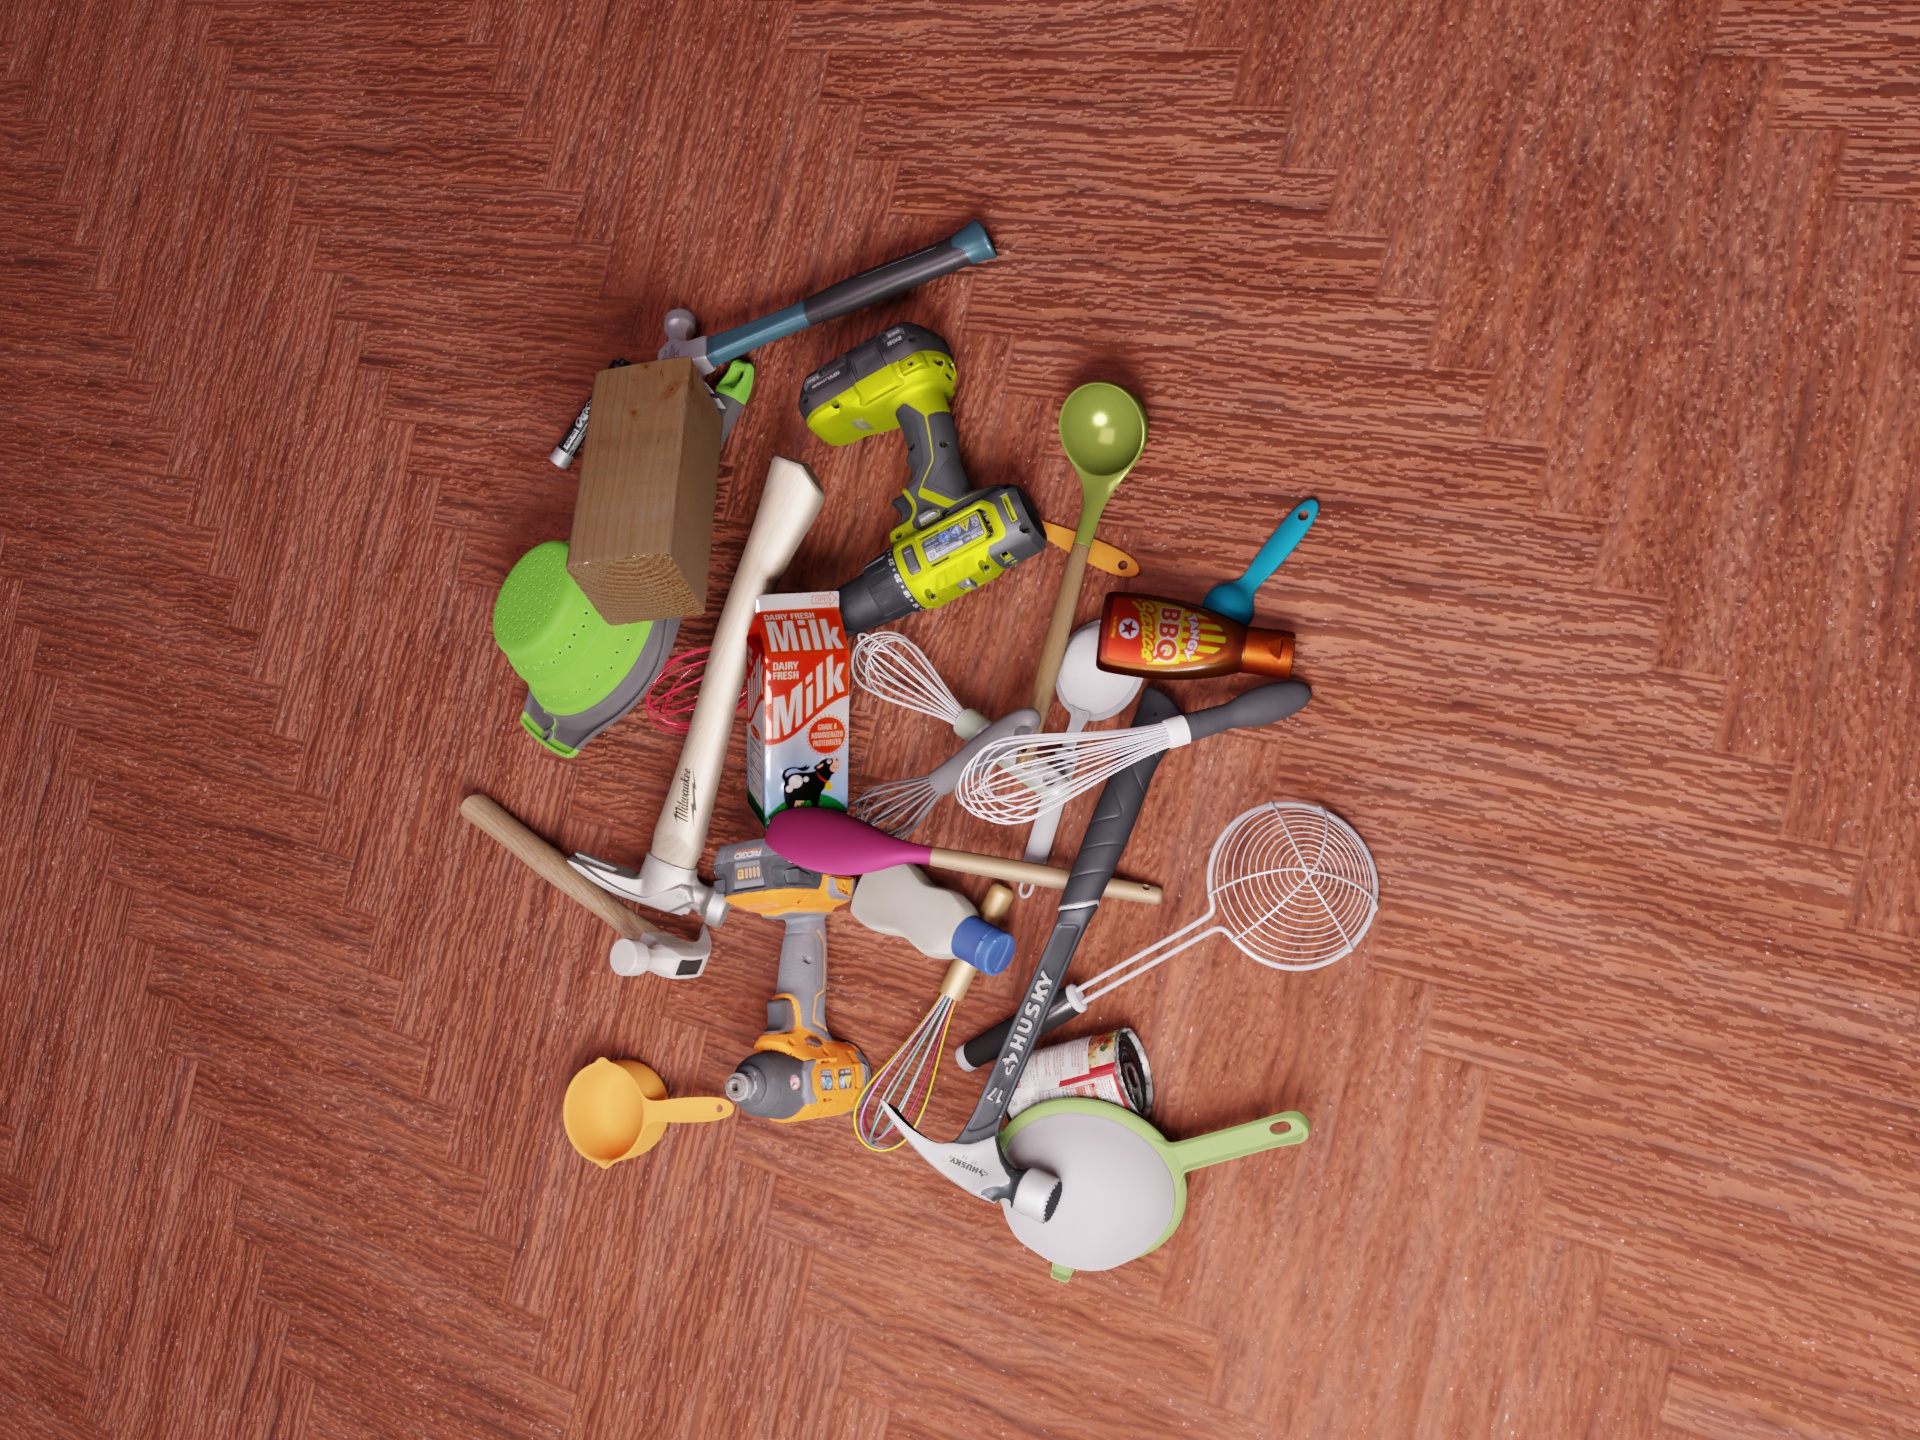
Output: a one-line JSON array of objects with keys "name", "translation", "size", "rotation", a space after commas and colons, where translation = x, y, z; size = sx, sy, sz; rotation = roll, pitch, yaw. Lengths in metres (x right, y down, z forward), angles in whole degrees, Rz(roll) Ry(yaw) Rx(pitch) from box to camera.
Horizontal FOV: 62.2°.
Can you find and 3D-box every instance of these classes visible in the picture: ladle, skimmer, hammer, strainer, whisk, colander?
[{"name": "ladle", "translation": [0.084, -0.118, 1.263], "size": [0.078, 0.062, 0.320], "rotation": [9, 77, 31]}, {"name": "skimmer", "translation": [0.151, 0.186, 1.239], "size": [0.363, 0.090, 0.127], "rotation": [-34, 74, 28]}, {"name": "hammer", "translation": [0.077, 0.158, 1.207], "size": [0.149, 0.036, 0.409], "rotation": [18, 73, 24]}, {"name": "strainer", "translation": [0.088, 0.021, 1.283], "size": [0.087, 0.050, 0.258], "rotation": [20, 96, 41]}, {"name": "strainer", "translation": [0.135, 0.343, 1.167], "size": [0.256, 0.069, 0.151], "rotation": [-23, 105, 24]}, {"name": "whisk", "translation": [-0.018, 0.047, 1.283], "size": [0.239, 0.055, 0.055], "rotation": [-36, 69, 40]}, {"name": "colander", "translation": [-0.313, -0.167, 1.434], "size": [0.205, 0.094, 0.397], "rotation": [27, 88, 44]}, {"name": "whisk", "translation": [-0.022, 0.243, 1.304], "size": [0.047, 0.051, 0.245], "rotation": [28, 93, 30]}, {"name": "hammer", "translation": [-0.347, 0.146, 1.437], "size": [0.332, 0.130, 0.031], "rotation": [28, 97, 36]}, {"name": "whisk", "translation": [0.133, 0.018, 1.202], "size": [0.284, 0.070, 0.070], "rotation": [-16, 76, -6]}, {"name": "whisk", "translation": [-0.002, -0.004, 1.305], "size": [0.246, 0.059, 0.058], "rotation": [36, 72, 30]}, {"name": "whisk", "translation": [-0.151, -0.063, 1.394], "size": [0.296, 0.073, 0.073], "rotation": [-23, 75, 14]}, {"name": "hammer", "translation": [-0.123, -0.369, 1.414], "size": [0.331, 0.033, 0.128], "rotation": [-17, 52, 18]}, {"name": "hammer", "translation": [-0.213, -0.030, 1.361], "size": [0.146, 0.038, 0.410], "rotation": [19, 103, 1]}]

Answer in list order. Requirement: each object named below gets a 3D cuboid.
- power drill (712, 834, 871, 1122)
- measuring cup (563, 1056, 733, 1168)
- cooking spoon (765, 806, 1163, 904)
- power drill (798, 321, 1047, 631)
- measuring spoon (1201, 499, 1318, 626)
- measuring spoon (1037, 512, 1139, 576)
[{"name": "power drill", "translation": [-0.143, 0.212, 1.297], "size": [0.084, 0.164, 0.226], "rotation": [-11, 77, 25]}, {"name": "measuring cup", "translation": [-0.264, 0.341, 1.398], "size": [0.173, 0.052, 0.095], "rotation": [-7, 81, 22]}, {"name": "cooking spoon", "translation": [0.002, 0.111, 1.263], "size": [0.319, 0.069, 0.017], "rotation": [10, 132, 5]}, {"name": "power drill", "translation": [-0.051, -0.199, 1.340], "size": [0.190, 0.080, 0.229], "rotation": [-26, 71, 15]}, {"name": "measuring spoon", "translation": [0.234, -0.122, 1.240], "size": [0.042, 0.021, 0.128], "rotation": [43, 103, 22]}, {"name": "measuring spoon", "translation": [0.097, -0.146, 1.312], "size": [0.117, 0.011, 0.021], "rotation": [28, 96, 25]}]
